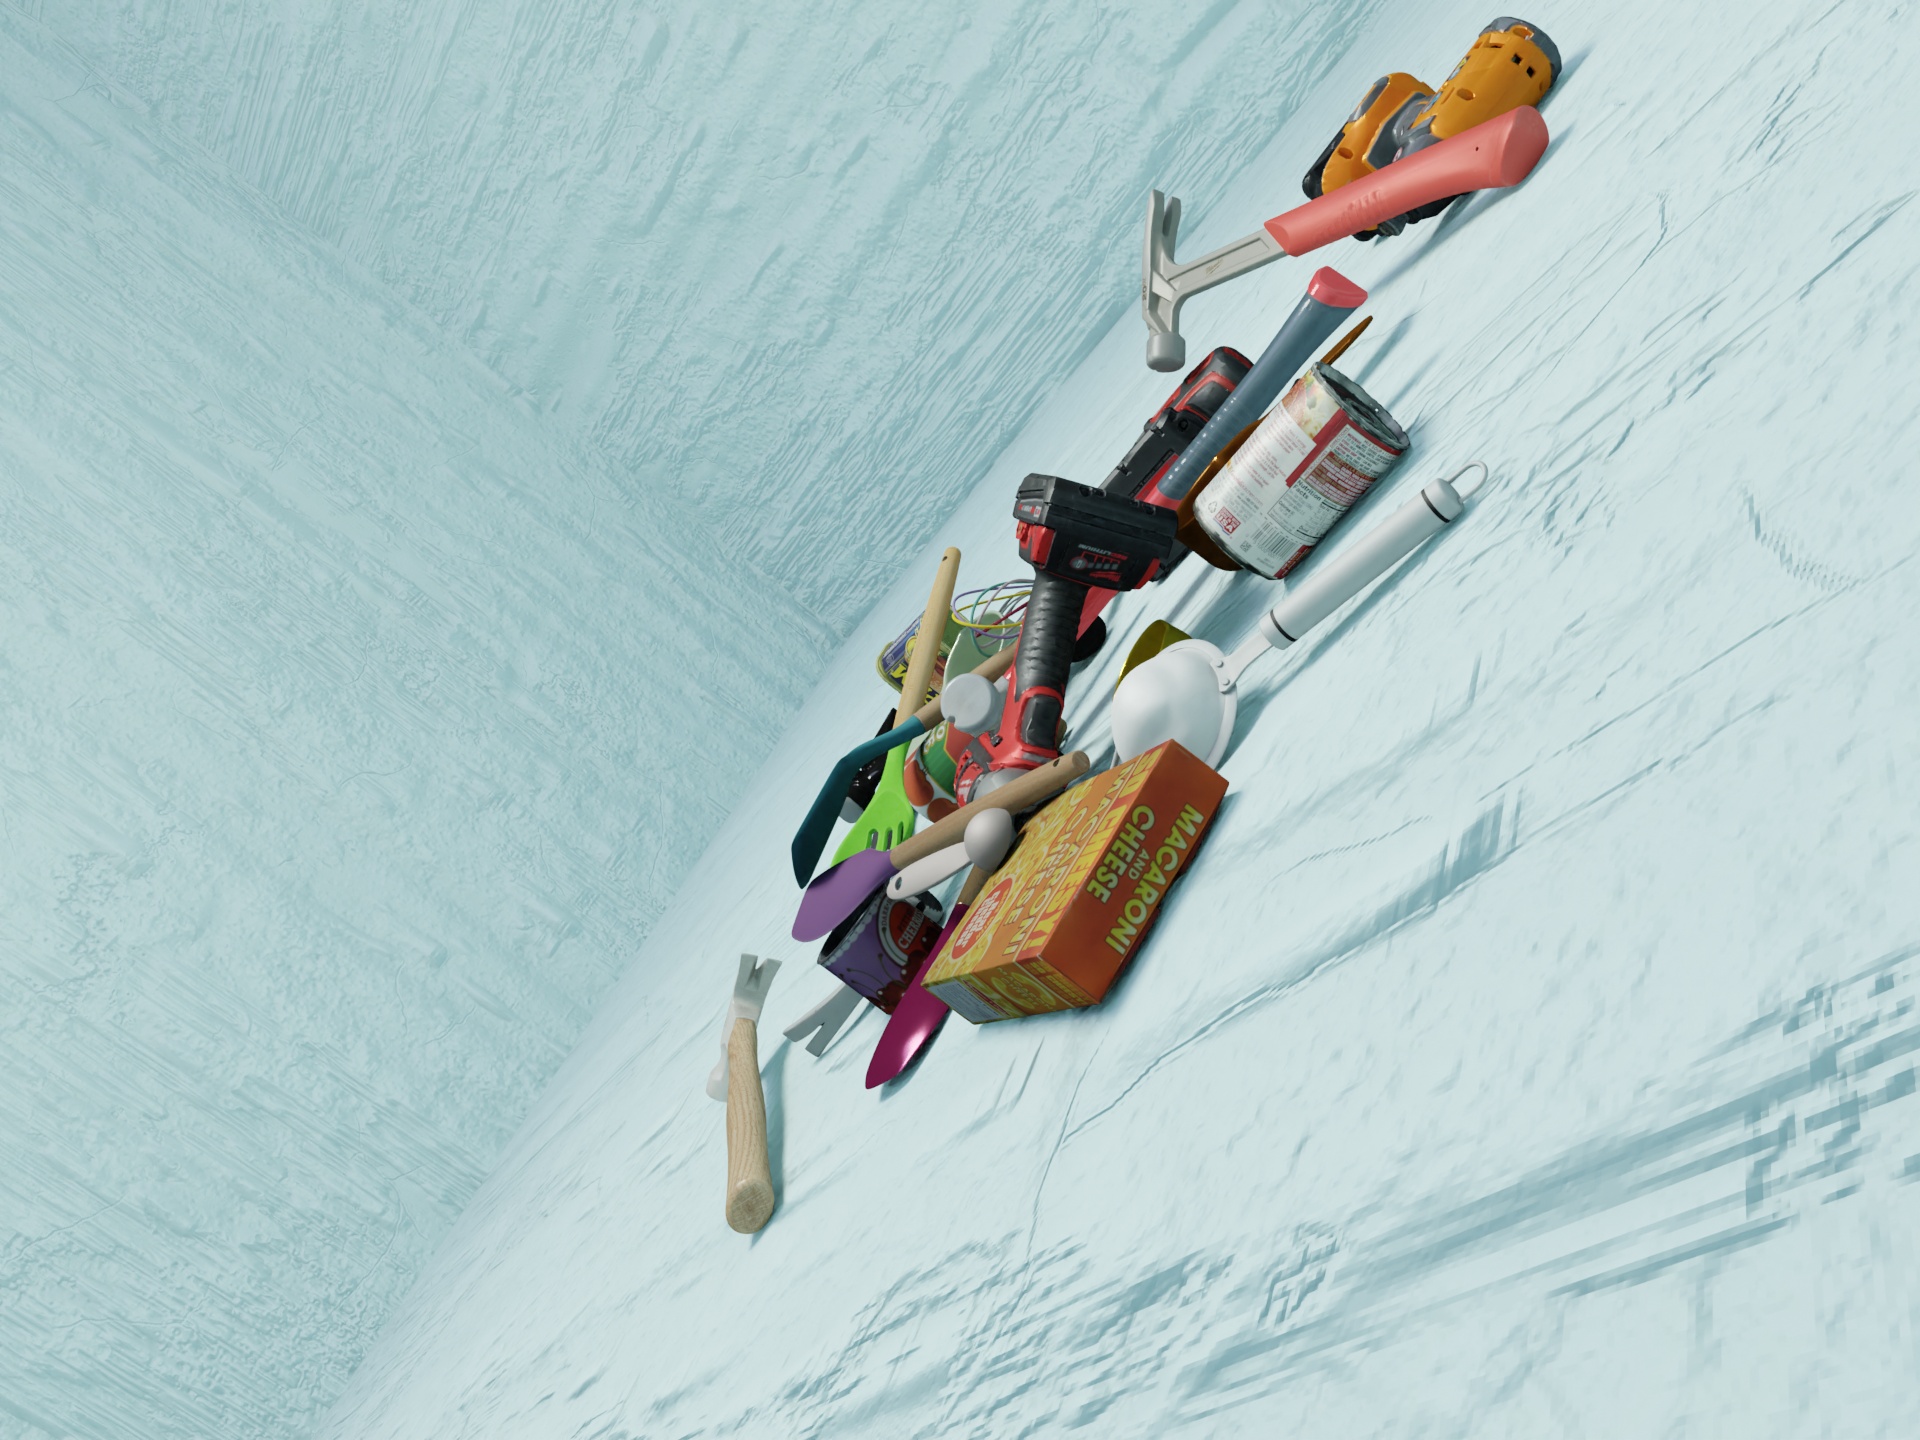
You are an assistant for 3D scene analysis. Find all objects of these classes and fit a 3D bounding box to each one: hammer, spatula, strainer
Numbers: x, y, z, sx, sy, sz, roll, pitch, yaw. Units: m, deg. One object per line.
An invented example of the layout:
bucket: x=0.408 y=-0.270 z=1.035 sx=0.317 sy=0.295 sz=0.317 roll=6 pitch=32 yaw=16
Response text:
hammer: x=-0.147 y=0.255 z=1.090 sx=0.331 sy=0.031 sz=0.130 roll=-133 pitch=56 yaw=-77
hammer: x=0.136 y=-0.136 z=1.068 sx=0.386 sy=0.038 sz=0.143 roll=-51 pitch=-20 yaw=5
spatula: x=-0.002 y=-0.004 z=1.106 sx=0.317 sy=0.044 sz=0.082 roll=-36 pitch=-23 yaw=-18
hammer: x=0.258 y=-0.368 z=1.146 sx=0.359 sy=0.036 sz=0.149 roll=-8 pitch=77 yaw=55
hammer: x=-0.064 y=0.127 z=1.257 sx=0.149 sy=0.036 sz=0.409 roll=-52 pitch=8 yaw=12
hammer: x=0.010 y=-0.016 z=1.325 sx=0.337 sy=0.034 sz=0.127 roll=-33 pitch=19 yaw=48
spatula: x=-0.023 y=0.076 z=0.939 sx=0.316 sy=0.018 sz=0.060 roll=-33 pitch=33 yaw=50
strainer: x=0.145 y=-0.041 z=0.762 sx=0.258 sy=0.050 sz=0.087 roll=-41 pitch=43 yaw=30

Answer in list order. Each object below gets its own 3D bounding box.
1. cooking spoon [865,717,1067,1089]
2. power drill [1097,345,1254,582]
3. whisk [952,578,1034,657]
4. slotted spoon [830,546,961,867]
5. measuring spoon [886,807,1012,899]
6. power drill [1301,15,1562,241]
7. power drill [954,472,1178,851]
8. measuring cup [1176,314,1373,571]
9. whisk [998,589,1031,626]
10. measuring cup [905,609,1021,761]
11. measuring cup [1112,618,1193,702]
cooking spoon: x=0.011 y=0.102 z=0.996 sx=0.068 sy=0.017 sz=0.319 roll=-37 pitch=16 yaw=44
power drill: x=0.155 y=-0.189 z=1.242 sx=0.188 sy=0.080 sz=0.227 roll=-48 pitch=7 yaw=29
whisk: x=0.071 y=-0.096 z=1.210 sx=0.047 sy=0.051 sz=0.245 roll=-18 pitch=5 yaw=36
slotted spoon: x=-0.036 y=-0.007 z=1.179 sx=0.070 sy=0.031 sz=0.314 roll=-16 pitch=47 yaw=37
measuring spoon: x=-0.013 y=0.077 z=0.882 sx=0.124 sy=0.018 sz=0.034 roll=-32 pitch=45 yaw=49
power drill: x=0.341 y=-0.428 z=1.204 sx=0.164 sy=0.084 sz=0.226 roll=-53 pitch=12 yaw=4
power drill: x=0.053 y=-0.029 z=0.939 sx=0.143 sy=0.078 sz=0.219 roll=-125 pitch=50 yaw=-77
measuring cup: x=0.200 y=-0.162 z=0.956 sx=0.173 sy=0.052 sz=0.095 roll=-47 pitch=10 yaw=24
whisk: x=0.017 y=-0.033 z=1.446 sx=0.239 sy=0.055 sz=0.055 roll=-53 pitch=7 yaw=29
measuring cup: x=0.000 y=-0.006 z=1.231 sx=0.167 sy=0.038 sz=0.083 roll=-57 pitch=28 yaw=16
measuring cup: x=0.112 y=0.002 z=0.874 sx=0.062 sy=0.029 sz=0.157 roll=-57 pitch=17 yaw=33
